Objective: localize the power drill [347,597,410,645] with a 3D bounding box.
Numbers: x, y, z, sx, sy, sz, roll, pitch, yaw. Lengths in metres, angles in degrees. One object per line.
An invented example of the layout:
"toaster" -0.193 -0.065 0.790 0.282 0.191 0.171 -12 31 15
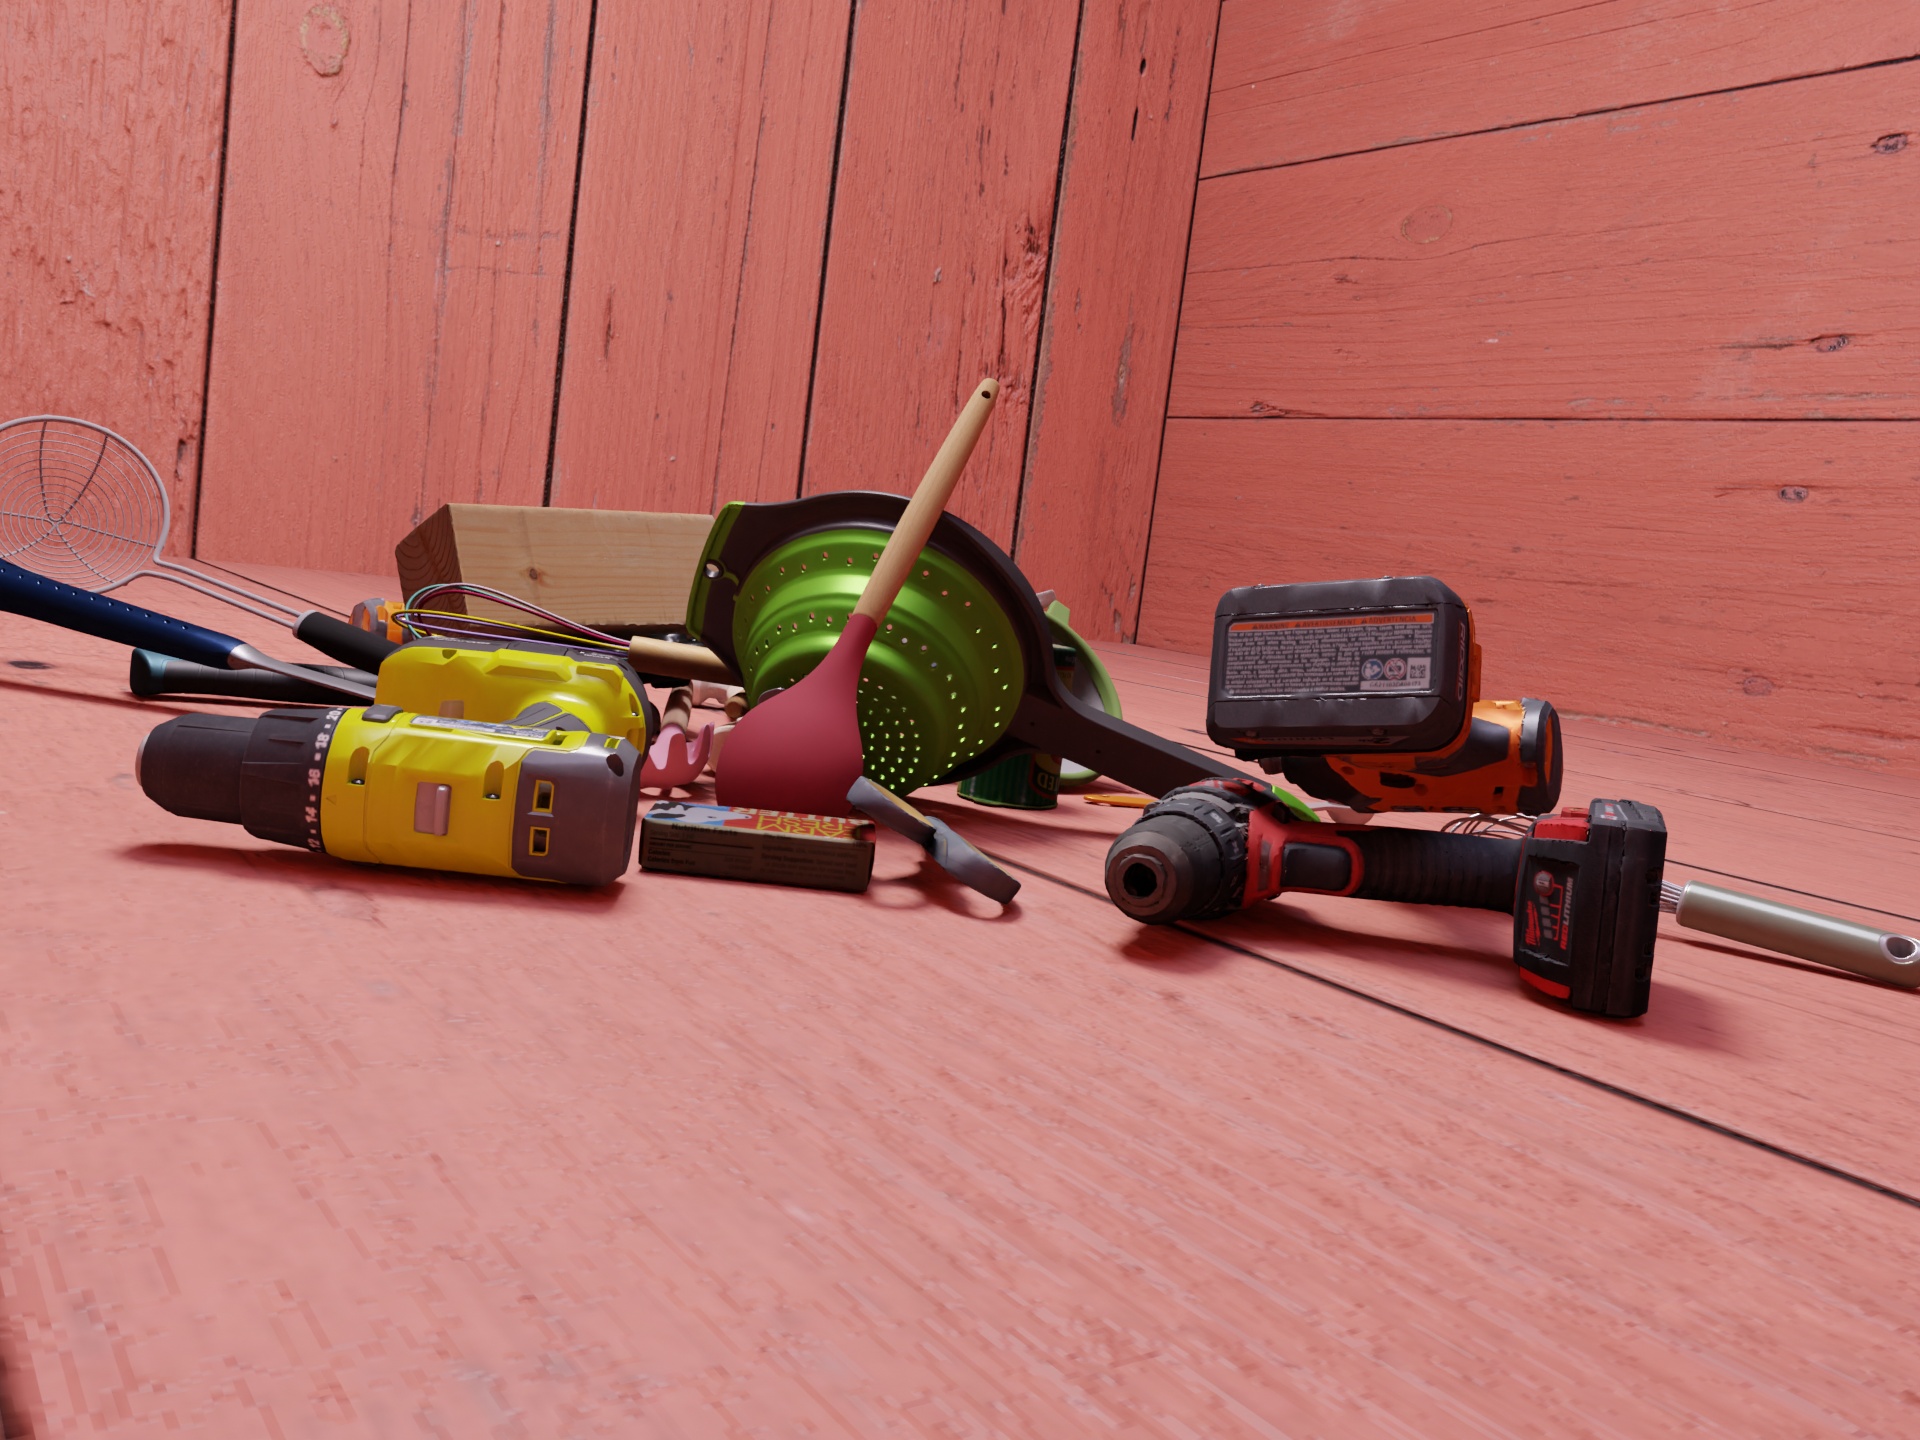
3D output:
"power drill" -0.357 -0.070 1.257 0.185 0.084 0.226 5 -8 -41

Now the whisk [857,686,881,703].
"whisk" -0.008 -0.006 1.311 0.070 0.070 0.285 3 2 -34

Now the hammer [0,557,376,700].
"hammer" -0.428 -0.037 0.960 0.405 0.035 0.144 15 8 12

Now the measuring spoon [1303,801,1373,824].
"measuring spoon" 0.226 0.067 1.078 0.124 0.018 0.034 -2 9 -20

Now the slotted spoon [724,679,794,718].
"slotted spoon" -0.124 -0.026 1.136 0.070 0.031 0.314 10 7 4

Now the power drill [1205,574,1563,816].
"power drill" 0.204 0.000 0.813 0.164 0.084 0.226 -1 -15 31

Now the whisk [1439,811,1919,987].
"whisk" 0.371 0.094 0.833 0.246 0.059 0.058 15 53 32

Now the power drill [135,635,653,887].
"power drill" -0.234 0.014 0.716 0.190 0.080 0.228 7 8 -6

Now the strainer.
"strainer" -0.002 -0.004 1.110 0.256 0.152 0.069 -5 -26 -39

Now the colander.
"colander" 0.020 0.012 0.909 0.397 0.204 0.095 23 40 -3

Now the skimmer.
"skimmer" -0.485 -0.099 1.036 0.363 0.127 0.090 20 -33 15

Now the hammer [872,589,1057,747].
"hammer" -0.019 -0.037 1.235 0.143 0.038 0.386 -14 11 16

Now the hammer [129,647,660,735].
"hammer" -0.379 -0.020 1.077 0.331 0.033 0.128 4 7 -23

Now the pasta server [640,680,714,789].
"pasta server" -0.184 -0.003 1.018 0.060 0.040 0.316 -4 12 -7

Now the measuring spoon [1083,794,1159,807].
"measuring spoon" 0.136 0.053 1.083 0.117 0.011 0.021 5 6 -23

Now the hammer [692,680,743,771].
"hammer" -0.139 -0.001 1.168 0.146 0.038 0.411 8 6 -8

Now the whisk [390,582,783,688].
"whisk" -0.227 -0.046 0.987 0.245 0.047 0.051 9 45 -8

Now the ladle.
"ladle" -0.039 -0.068 0.823 0.069 0.316 0.031 27 -31 -4

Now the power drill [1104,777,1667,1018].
"power drill" 0.181 0.068 0.693 0.227 0.080 0.188 6 4 22
